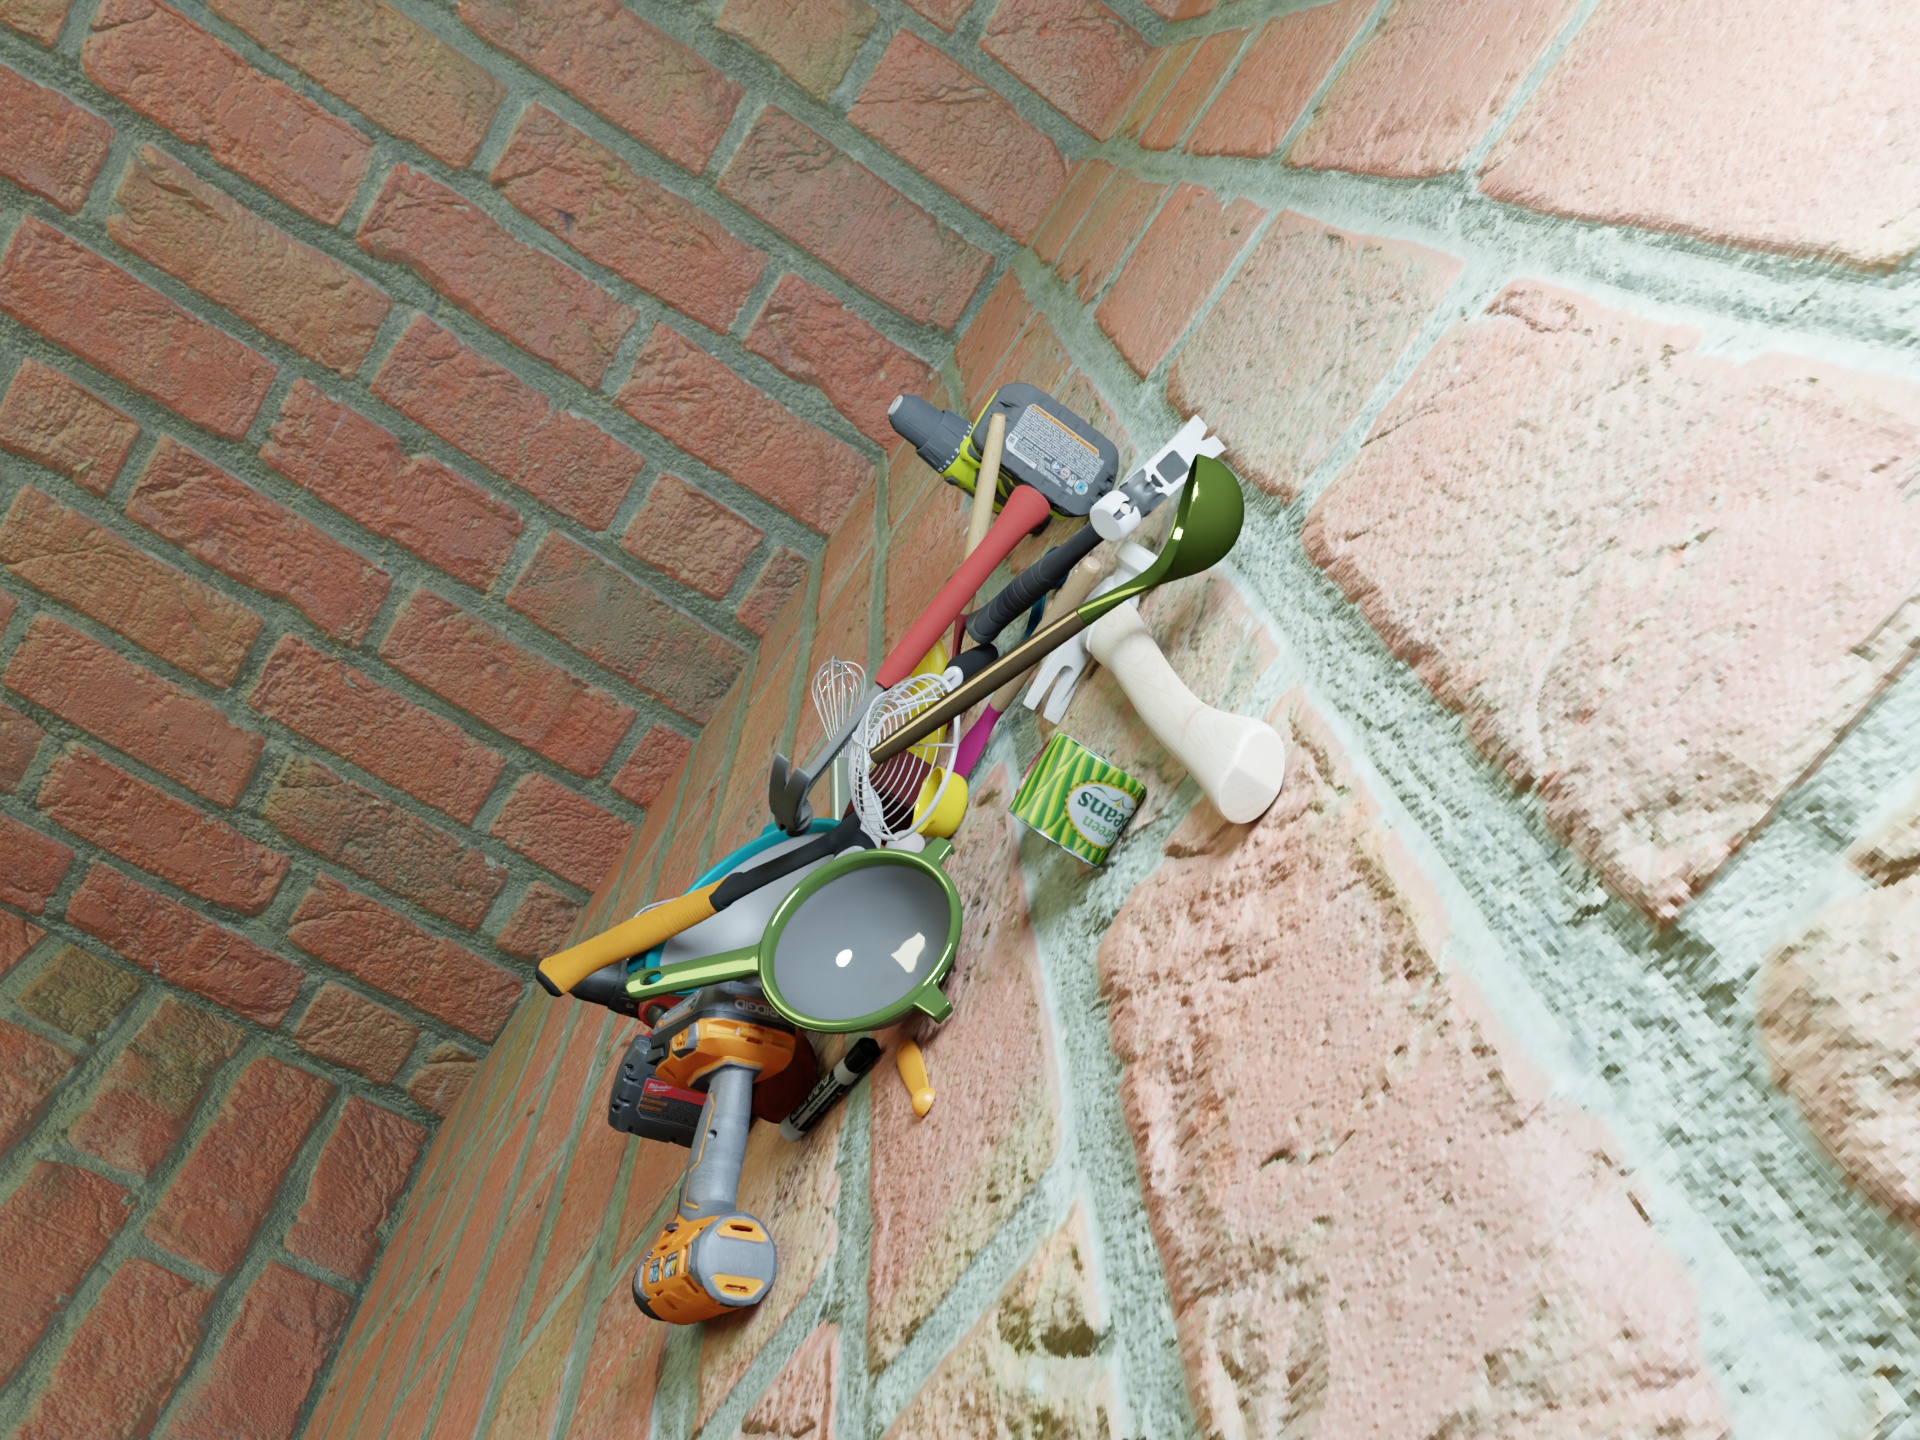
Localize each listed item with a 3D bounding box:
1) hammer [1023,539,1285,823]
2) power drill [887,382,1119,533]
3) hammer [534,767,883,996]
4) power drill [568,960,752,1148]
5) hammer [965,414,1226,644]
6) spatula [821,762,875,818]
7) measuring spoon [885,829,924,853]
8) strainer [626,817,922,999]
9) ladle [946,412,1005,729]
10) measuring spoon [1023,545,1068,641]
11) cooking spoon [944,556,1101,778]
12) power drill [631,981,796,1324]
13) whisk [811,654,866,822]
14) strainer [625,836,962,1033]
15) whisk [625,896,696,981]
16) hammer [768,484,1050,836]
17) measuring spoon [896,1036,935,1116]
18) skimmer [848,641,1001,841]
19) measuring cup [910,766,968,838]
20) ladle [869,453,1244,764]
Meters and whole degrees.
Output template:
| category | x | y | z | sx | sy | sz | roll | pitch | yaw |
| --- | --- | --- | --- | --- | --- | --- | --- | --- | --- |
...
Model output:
| category | x | y | z | sx | sy | sz | roll | pitch | yaw |
| --- | --- | --- | --- | --- | --- | --- | --- | --- | --- |
| hammer | 0.117 | -0.012 | 0.999 | 0.146 | 0.038 | 0.411 | -57 | 14 | 11 |
| power drill | 0.036 | -0.253 | 1.502 | 0.080 | 0.190 | 0.228 | -59 | 18 | -6 |
| hammer | -0.215 | 0.149 | 1.344 | 0.337 | 0.034 | 0.127 | -26 | 25 | 14 |
| power drill | -0.269 | 0.280 | 1.418 | 0.227 | 0.187 | 0.080 | -121 | 50 | -71 |
| hammer | 0.089 | -0.135 | 1.279 | 0.146 | 0.035 | 0.334 | -42 | 3 | -30 |
| spatula | -0.092 | 0.047 | 1.603 | 0.322 | 0.041 | 0.081 | -45 | 30 | 47 |
| measuring spoon | -0.064 | 0.127 | 1.229 | 0.034 | 0.018 | 0.124 | -9 | 35 | 35 |
| strainer | -0.118 | 0.189 | 1.311 | 0.211 | 0.095 | 0.340 | -45 | 28 | -27 |
| ladle | 0.006 | -0.122 | 1.423 | 0.069 | 0.031 | 0.315 | -77 | -2 | -64 |
| measuring spoon | 0.075 | -0.094 | 1.386 | 0.042 | 0.021 | 0.129 | -29 | 40 | 54 |
| cooking spoon | 0.039 | -0.027 | 1.264 | 0.318 | 0.017 | 0.069 | -57 | 9 | 49 |
| power drill | -0.189 | 0.322 | 1.164 | 0.164 | 0.084 | 0.227 | -38 | 42 | 47 |
| whisk | -0.119 | 0.037 | 1.594 | 0.059 | 0.058 | 0.247 | 72 | -169 | -54 |
| strainer | -0.111 | 0.180 | 1.132 | 0.256 | 0.069 | 0.152 | -14 | 45 | 14 |
| whisk | -0.209 | 0.168 | 1.509 | 0.284 | 0.070 | 0.070 | -28 | -13 | -46 |
| hammer | -0.037 | -0.063 | 1.298 | 0.359 | 0.037 | 0.149 | -52 | -7 | -22 |
| measuring spoon | -0.033 | 0.232 | 1.049 | 0.021 | 0.011 | 0.117 | -58 | 13 | 2 |
| skimmer | -0.002 | -0.004 | 1.289 | 0.127 | 0.090 | 0.363 | -59 | -8 | 20 |
| measuring cup | -0.033 | 0.109 | 1.309 | 0.062 | 0.029 | 0.156 | -105 | 35 | -60 |
| ladle | 0.053 | -0.064 | 1.049 | 0.320 | 0.062 | 0.078 | -34 | 19 | 24 |
